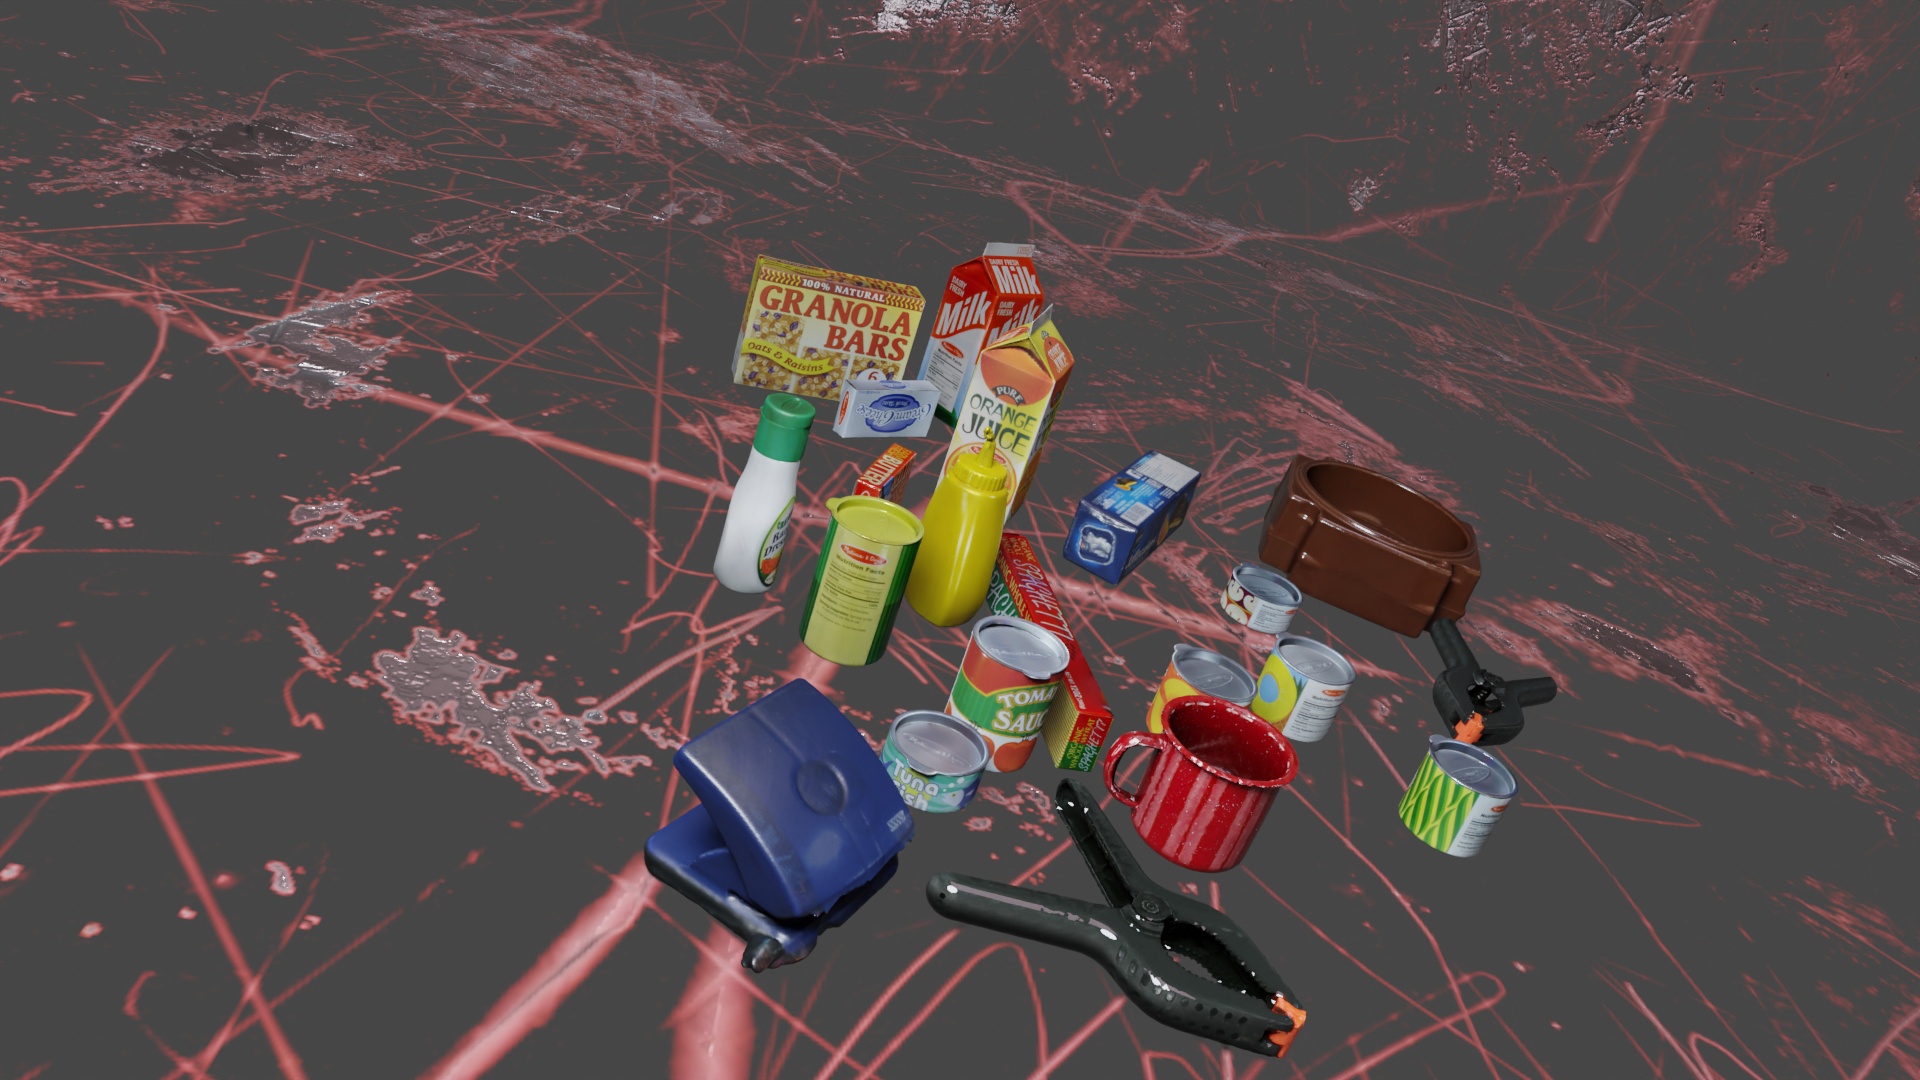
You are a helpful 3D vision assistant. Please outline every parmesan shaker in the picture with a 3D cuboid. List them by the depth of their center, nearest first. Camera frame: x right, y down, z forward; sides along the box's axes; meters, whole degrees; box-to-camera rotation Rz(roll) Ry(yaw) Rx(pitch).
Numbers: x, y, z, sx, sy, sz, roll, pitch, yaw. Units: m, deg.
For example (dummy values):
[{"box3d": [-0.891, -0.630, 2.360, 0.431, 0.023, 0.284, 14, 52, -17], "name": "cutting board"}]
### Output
[{"box3d": [-0.074, 0.028, 0.982, 0.071, 0.102, 0.071, 15, 26, -7], "name": "parmesan shaker"}]

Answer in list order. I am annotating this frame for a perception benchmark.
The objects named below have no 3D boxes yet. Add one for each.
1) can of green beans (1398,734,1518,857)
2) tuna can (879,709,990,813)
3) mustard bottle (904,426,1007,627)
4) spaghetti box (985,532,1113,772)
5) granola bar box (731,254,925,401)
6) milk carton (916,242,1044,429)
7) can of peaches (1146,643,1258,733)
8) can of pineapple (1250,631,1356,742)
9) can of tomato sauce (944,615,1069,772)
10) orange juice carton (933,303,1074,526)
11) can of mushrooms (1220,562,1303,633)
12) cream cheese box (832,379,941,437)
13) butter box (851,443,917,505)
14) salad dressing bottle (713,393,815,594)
[{"box3d": [0.361, 0.187, 1.010, 0.071, 0.057, 0.071, 15, 26, -7], "name": "can of green beans"}, {"box3d": [-0.018, 0.140, 0.878, 0.071, 0.032, 0.071, 15, 26, -7], "name": "tuna can"}, {"box3d": [0.004, -0.013, 1.048, 0.049, 0.159, 0.065, -6, 35, -42], "name": "mustard bottle"}, {"box3d": [0.059, 0.075, 1.038, 0.029, 0.050, 0.251, 10, 27, -19], "name": "spaghetti box"}, {"box3d": [-0.132, -0.204, 1.374, 0.166, 0.123, 0.039, 8, 27, -21], "name": "granola bar box"}, {"box3d": [0.023, -0.215, 1.422, 0.072, 0.189, 0.073, -9, 37, -45], "name": "milk carton"}, {"box3d": [0.175, 0.119, 1.019, 0.071, 0.057, 0.071, 15, 26, -7], "name": "can of peaches"}, {"box3d": [0.267, 0.115, 1.089, 0.071, 0.057, 0.071, 15, 26, -7], "name": "can of pineapple"}, {"box3d": [0.029, 0.103, 0.924, 0.071, 0.082, 0.071, 15, 26, -7], "name": "can of tomato sauce"}, {"box3d": [0.044, -0.115, 1.239, 0.073, 0.191, 0.072, 23, 26, 10], "name": "orange juice carton"}, {"box3d": [0.268, 0.051, 1.242, 0.071, 0.033, 0.071, 15, 26, -7], "name": "can of mushrooms"}, {"box3d": [-0.071, -0.127, 1.345, 0.104, 0.053, 0.024, -5, 34, -40], "name": "cream cheese box"}, {"box3d": [-0.069, -0.041, 1.178, 0.024, 0.053, 0.104, 22, 26, 7], "name": "butter box"}, {"box3d": [-0.141, -0.033, 1.006, 0.044, 0.147, 0.064, 22, 26, 8], "name": "salad dressing bottle"}]
